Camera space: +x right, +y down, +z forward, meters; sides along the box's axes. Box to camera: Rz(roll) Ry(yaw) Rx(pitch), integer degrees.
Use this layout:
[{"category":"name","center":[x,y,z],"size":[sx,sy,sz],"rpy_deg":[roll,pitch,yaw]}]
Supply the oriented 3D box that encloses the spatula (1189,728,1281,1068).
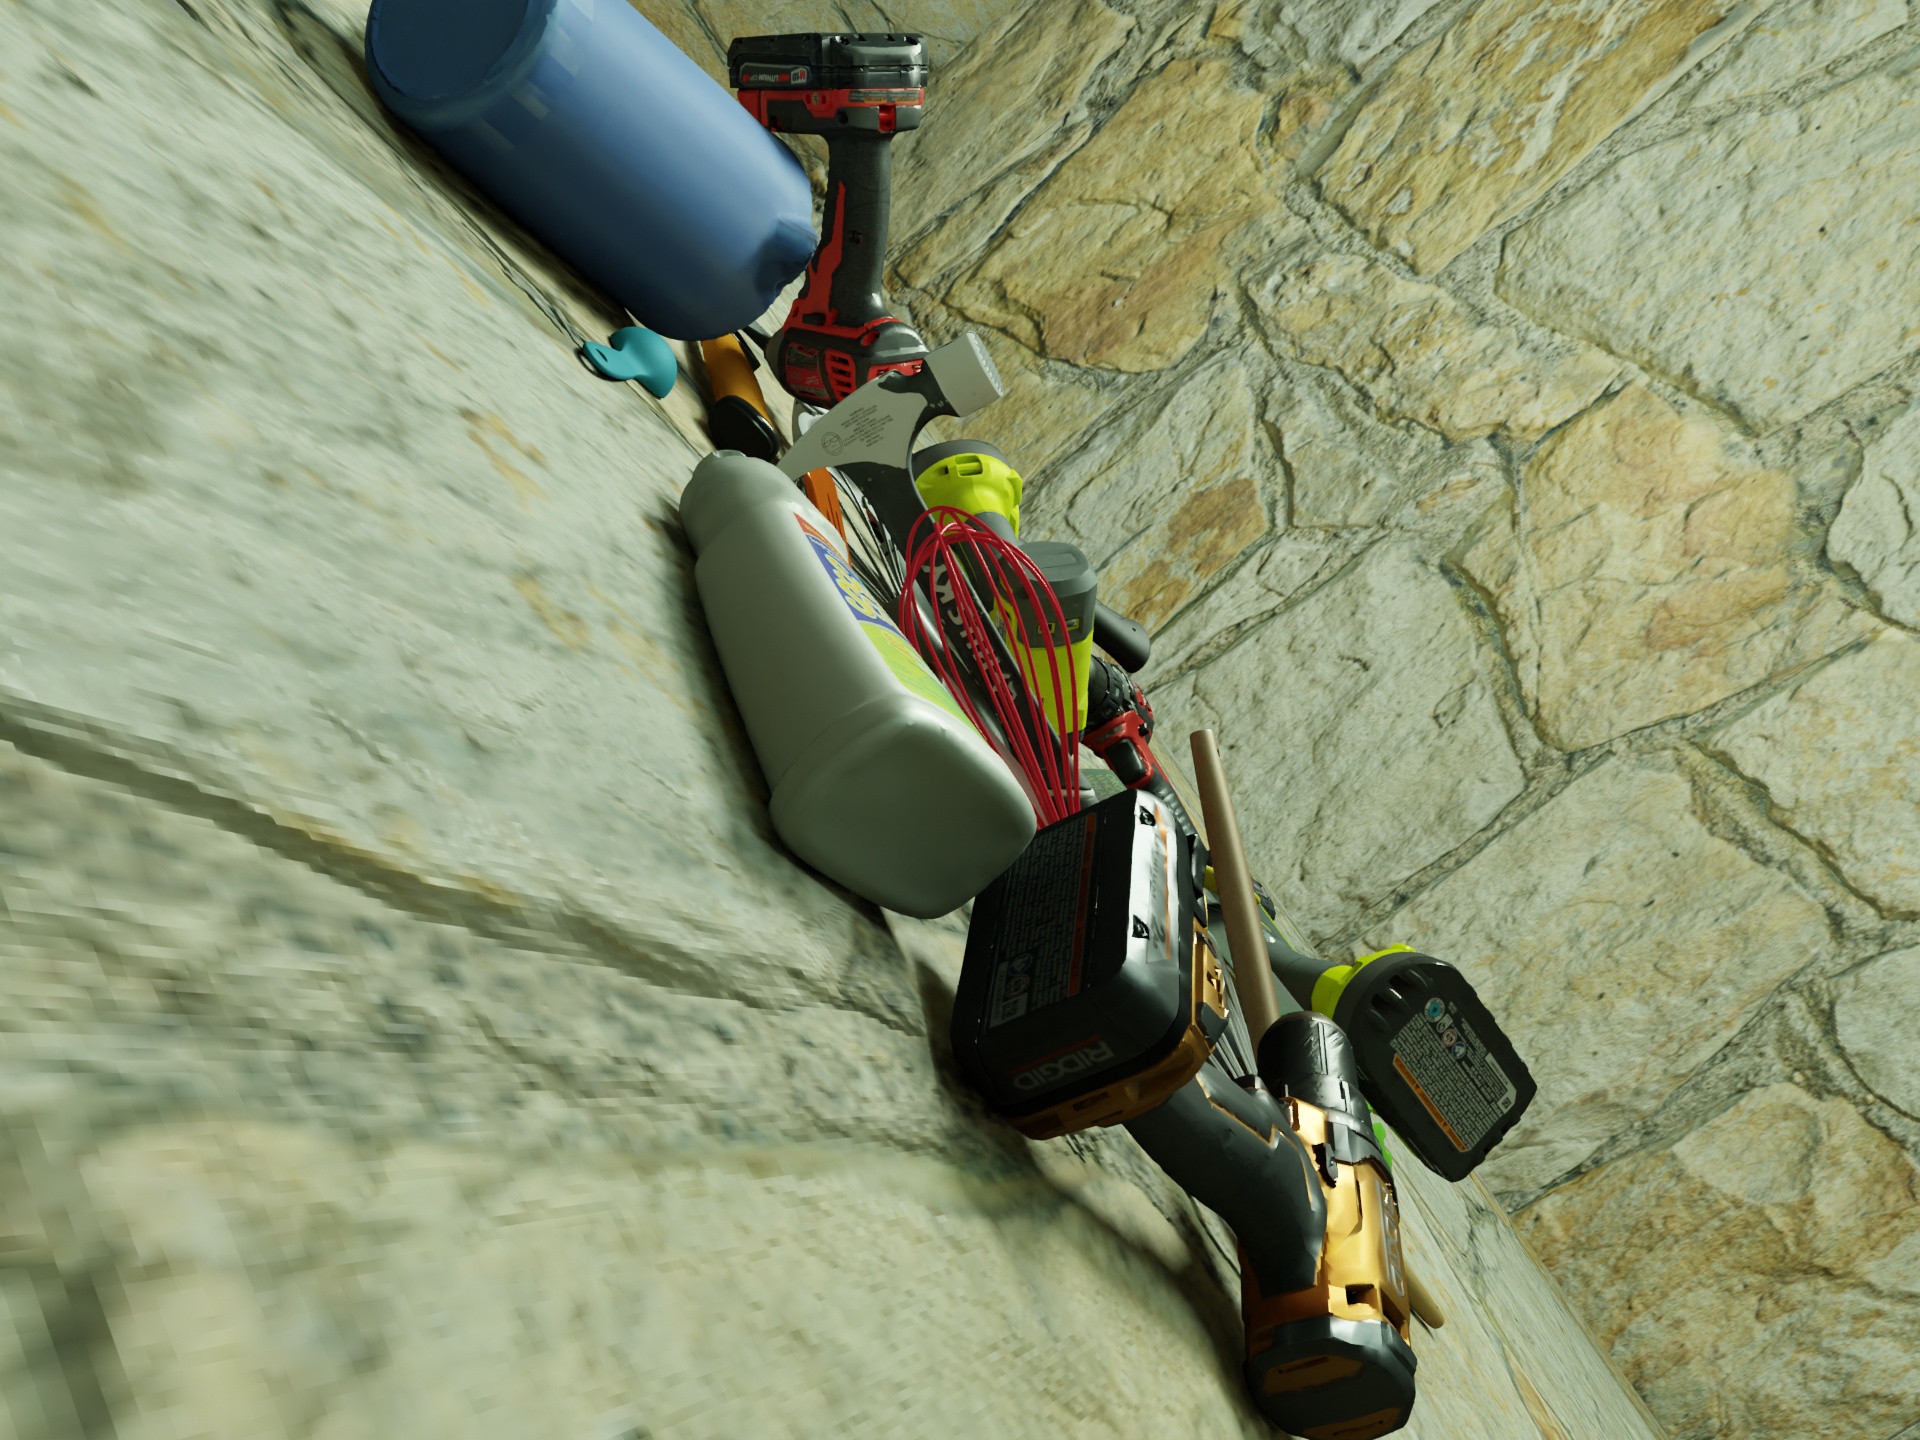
[{"category":"spatula","center":[0.145,0.150,0.753],"size":[0.059,0.018,0.316],"rpy_deg":[38,39,-60]}]

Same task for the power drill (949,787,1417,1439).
[{"category":"power drill","center":[0.096,0.131,0.600],"size":[0.226,0.084,0.185],"rpy_deg":[52,26,-23]}]

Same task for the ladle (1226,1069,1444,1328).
[{"category":"ladle","center":[0.224,0.284,0.981],"size":[0.315,0.031,0.069],"rpy_deg":[51,9,-24]}]

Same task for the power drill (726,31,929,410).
[{"category":"power drill","center":[-0.080,-0.298,0.969],"size":[0.143,0.078,0.219],"rpy_deg":[25,-57,48]}]

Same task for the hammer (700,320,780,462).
[{"category":"hammer","center":[-0.150,-0.233,1.036],"size":[0.127,0.034,0.337],"rpy_deg":[47,10,-31]}]

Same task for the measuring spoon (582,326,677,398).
[{"category":"measuring spoon","center":[-0.163,-0.184,0.795],"size":[0.042,0.021,0.129],"rpy_deg":[52,7,-8]}]

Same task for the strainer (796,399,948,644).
[{"category":"strainer","center":[-0.044,-0.118,1.032],"size":[0.086,0.050,0.259],"rpy_deg":[9,54,-58]}]

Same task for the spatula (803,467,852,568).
[{"category":"spatula","center":[-0.001,-0.003,0.878],"size":[0.322,0.041,0.081],"rpy_deg":[54,7,-2]}]

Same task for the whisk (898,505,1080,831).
[{"category":"whisk","center":[0.042,0.043,0.709],"size":[0.073,0.073,0.295],"rpy_deg":[-91,159,-76]}]

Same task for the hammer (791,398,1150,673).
[{"category":"hammer","center":[0.013,-0.142,1.188],"size":[0.334,0.035,0.146],"rpy_deg":[37,33,-17]}]

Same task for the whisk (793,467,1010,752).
[{"category":"whisk","center":[-0.035,-0.073,0.968],"size":[0.239,0.055,0.055],"rpy_deg":[58,9,10]}]

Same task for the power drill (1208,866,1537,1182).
[{"category":"power drill","center":[0.232,0.189,0.963],"size":[0.190,0.080,0.229],"rpy_deg":[52,-13,-18]}]

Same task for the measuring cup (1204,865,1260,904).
[{"category":"measuring cup","center":[0.122,0.092,0.894],"size":[0.156,0.062,0.029],"rpy_deg":[27,61,-40]}]

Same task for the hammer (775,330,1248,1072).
[{"category":"hammer","center":[0.038,0.021,0.799],"size":[0.408,0.149,0.036],"rpy_deg":[60,12,-16]}]

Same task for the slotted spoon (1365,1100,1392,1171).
[{"category":"slotted spoon","center":[0.227,0.247,0.927],"size":[0.070,0.031,0.313],"rpy_deg":[60,2,22]}]

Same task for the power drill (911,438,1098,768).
[{"category":"power drill","center":[0.023,-0.071,1.035],"size":[0.223,0.080,0.171],"rpy_deg":[-117,-157,-50]}]

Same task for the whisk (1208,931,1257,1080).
[{"category":"whisk","center":[0.150,0.201,0.816],"size":[0.284,0.070,0.070],"rpy_deg":[55,7,-23]}]

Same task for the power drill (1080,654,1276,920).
[{"category":"power drill","center":[0.129,0.052,1.129],"size":[0.227,0.080,0.187],"rpy_deg":[64,11,19]}]
